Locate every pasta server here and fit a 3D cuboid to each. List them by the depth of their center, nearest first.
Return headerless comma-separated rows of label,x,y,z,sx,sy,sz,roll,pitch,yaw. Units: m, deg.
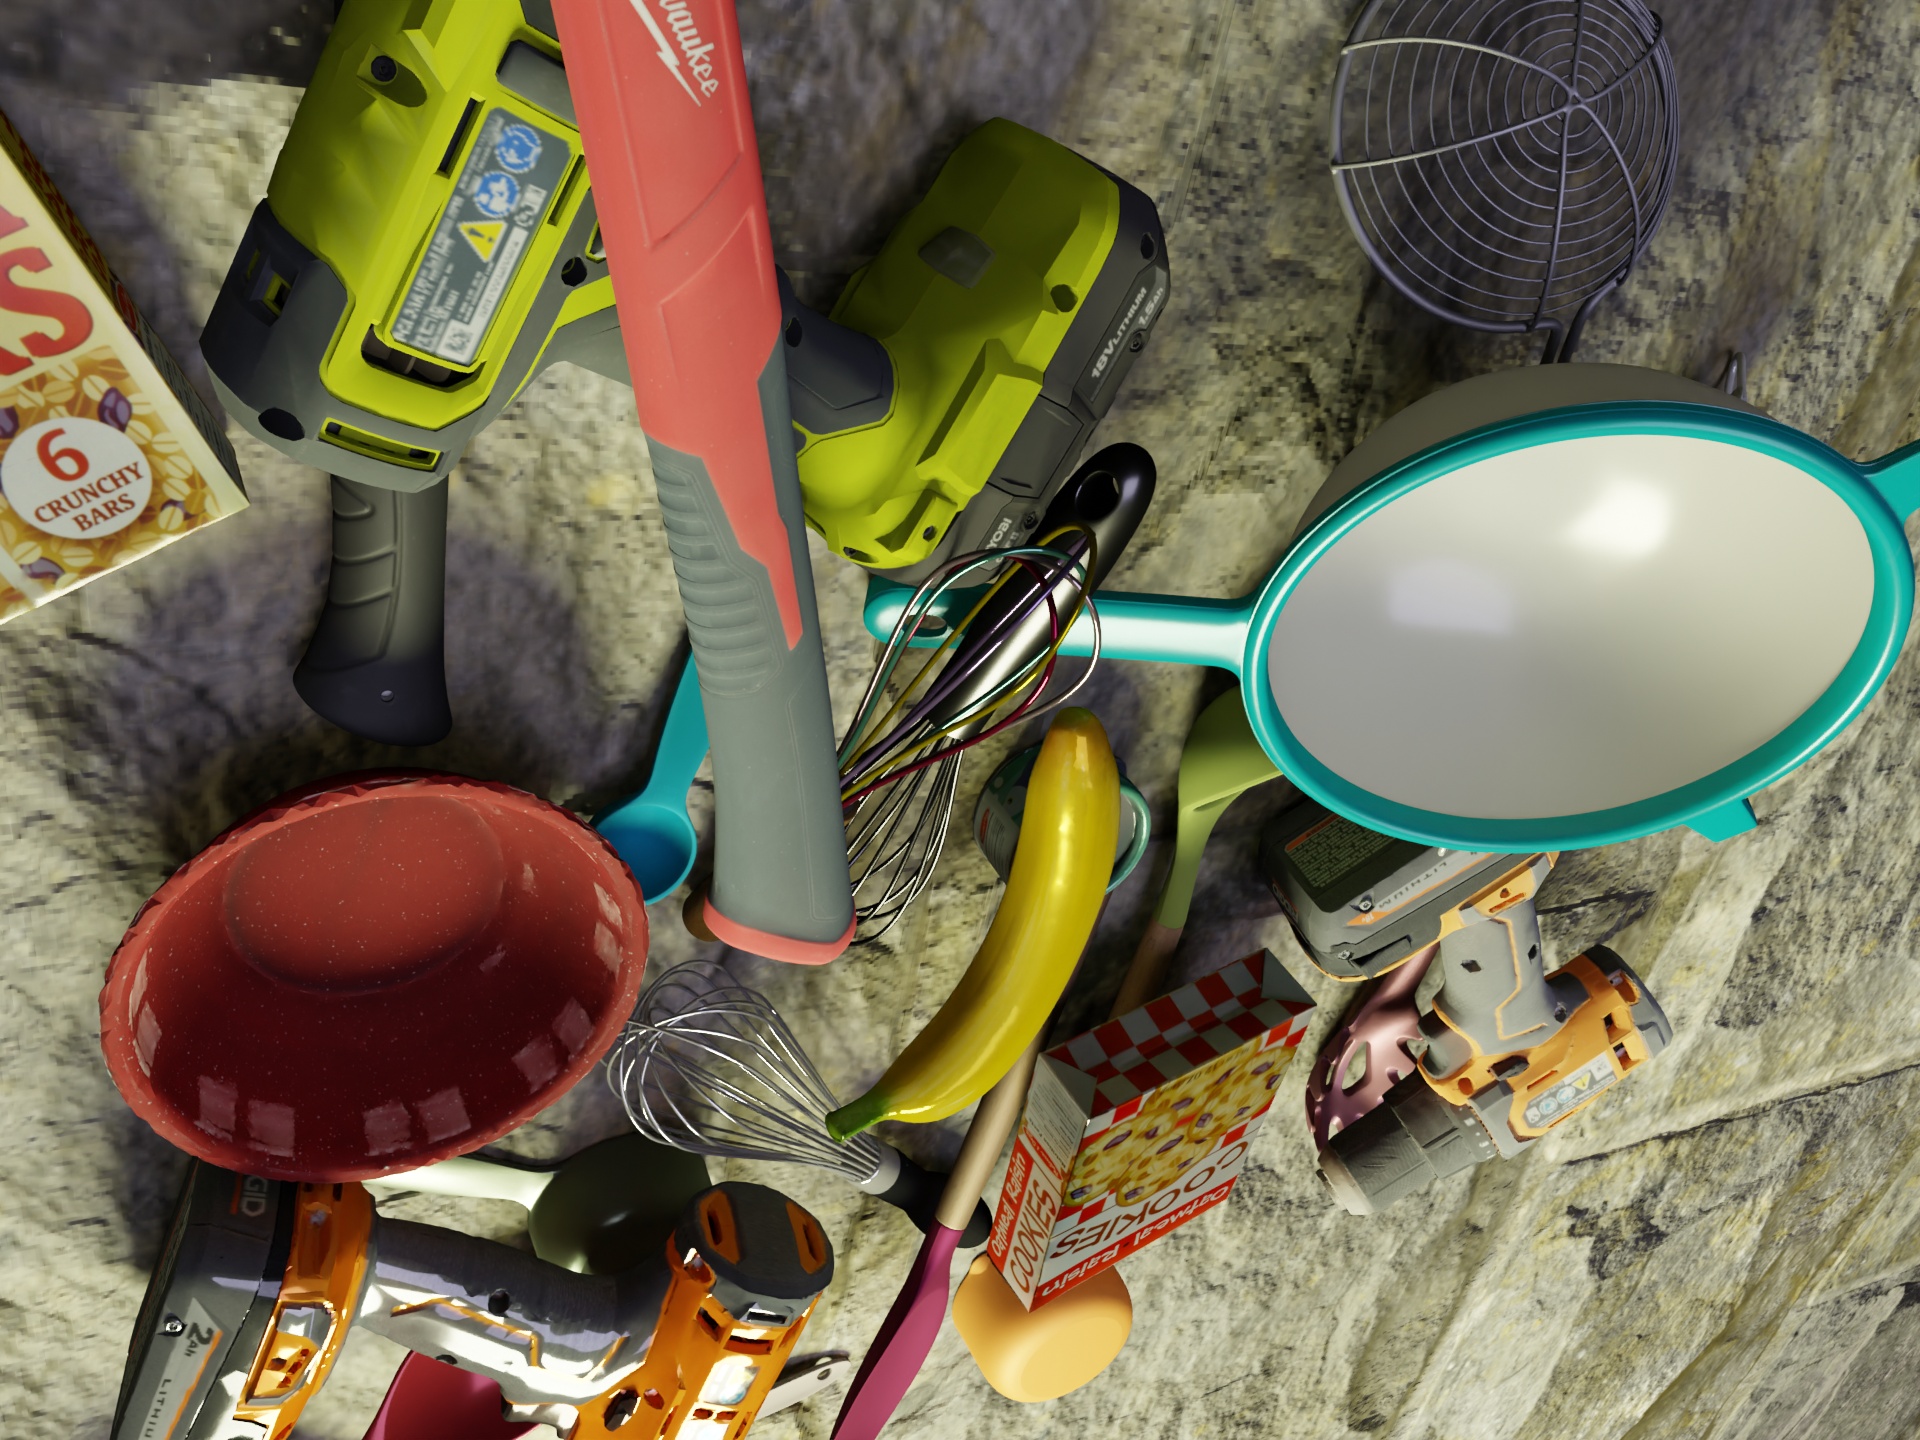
pasta server,0.250,0.087,0.792,0.060,0.040,0.316,14,114,-19

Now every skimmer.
skimmer,0.209,-0.116,0.627,0.127,0.090,0.362,-29,142,-7

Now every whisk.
whisk,-0.032,0.016,0.508,0.051,0.047,0.245,-2,151,-40
whisk,-0.001,-0.001,0.536,0.055,0.055,0.239,5,137,-33
whisk,-0.053,0.177,0.668,0.070,0.070,0.284,-41,137,2

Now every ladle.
ladle,-0.277,0.333,0.601,0.315,0.031,0.069,-39,115,-25
ladle,0.094,0.116,0.709,0.078,0.062,0.320,-19,135,-44

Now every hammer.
hammer,-0.043,-0.084,0.358,0.143,0.038,0.385,-27,138,-22
hammer,-0.138,-0.138,0.403,0.146,0.035,0.334,-5,124,-27

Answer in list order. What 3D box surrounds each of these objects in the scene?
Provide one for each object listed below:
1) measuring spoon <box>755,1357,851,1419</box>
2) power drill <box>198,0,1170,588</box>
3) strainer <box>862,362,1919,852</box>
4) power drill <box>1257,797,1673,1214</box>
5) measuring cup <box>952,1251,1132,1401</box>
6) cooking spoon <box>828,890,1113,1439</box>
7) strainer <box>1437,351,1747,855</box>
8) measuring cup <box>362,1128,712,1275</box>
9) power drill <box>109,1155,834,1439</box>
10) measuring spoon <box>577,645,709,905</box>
measuring spoon,-0.110,0.332,0.776,0.124,0.018,0.034,-10,127,-33
power drill,-0.050,-0.124,0.403,0.223,0.080,0.171,12,115,-50
strainer,0.139,-0.055,0.561,0.340,0.095,0.210,4,139,4
power drill,0.220,0.130,0.749,0.185,0.084,0.226,-34,122,3
measuring cup,0.075,0.280,0.816,0.173,0.052,0.095,-44,133,7
cooking spoon,0.005,0.196,0.694,0.068,0.017,0.319,7,108,-63
strainer,0.275,-0.044,0.663,0.258,0.050,0.086,-51,164,-8
measuring cup,-0.166,0.195,0.623,0.167,0.038,0.083,27,106,-41
power drill,-0.178,0.236,0.582,0.226,0.084,0.164,17,110,-25
measuring spoon,-0.098,0.004,0.546,0.042,0.021,0.128,15,104,-36
